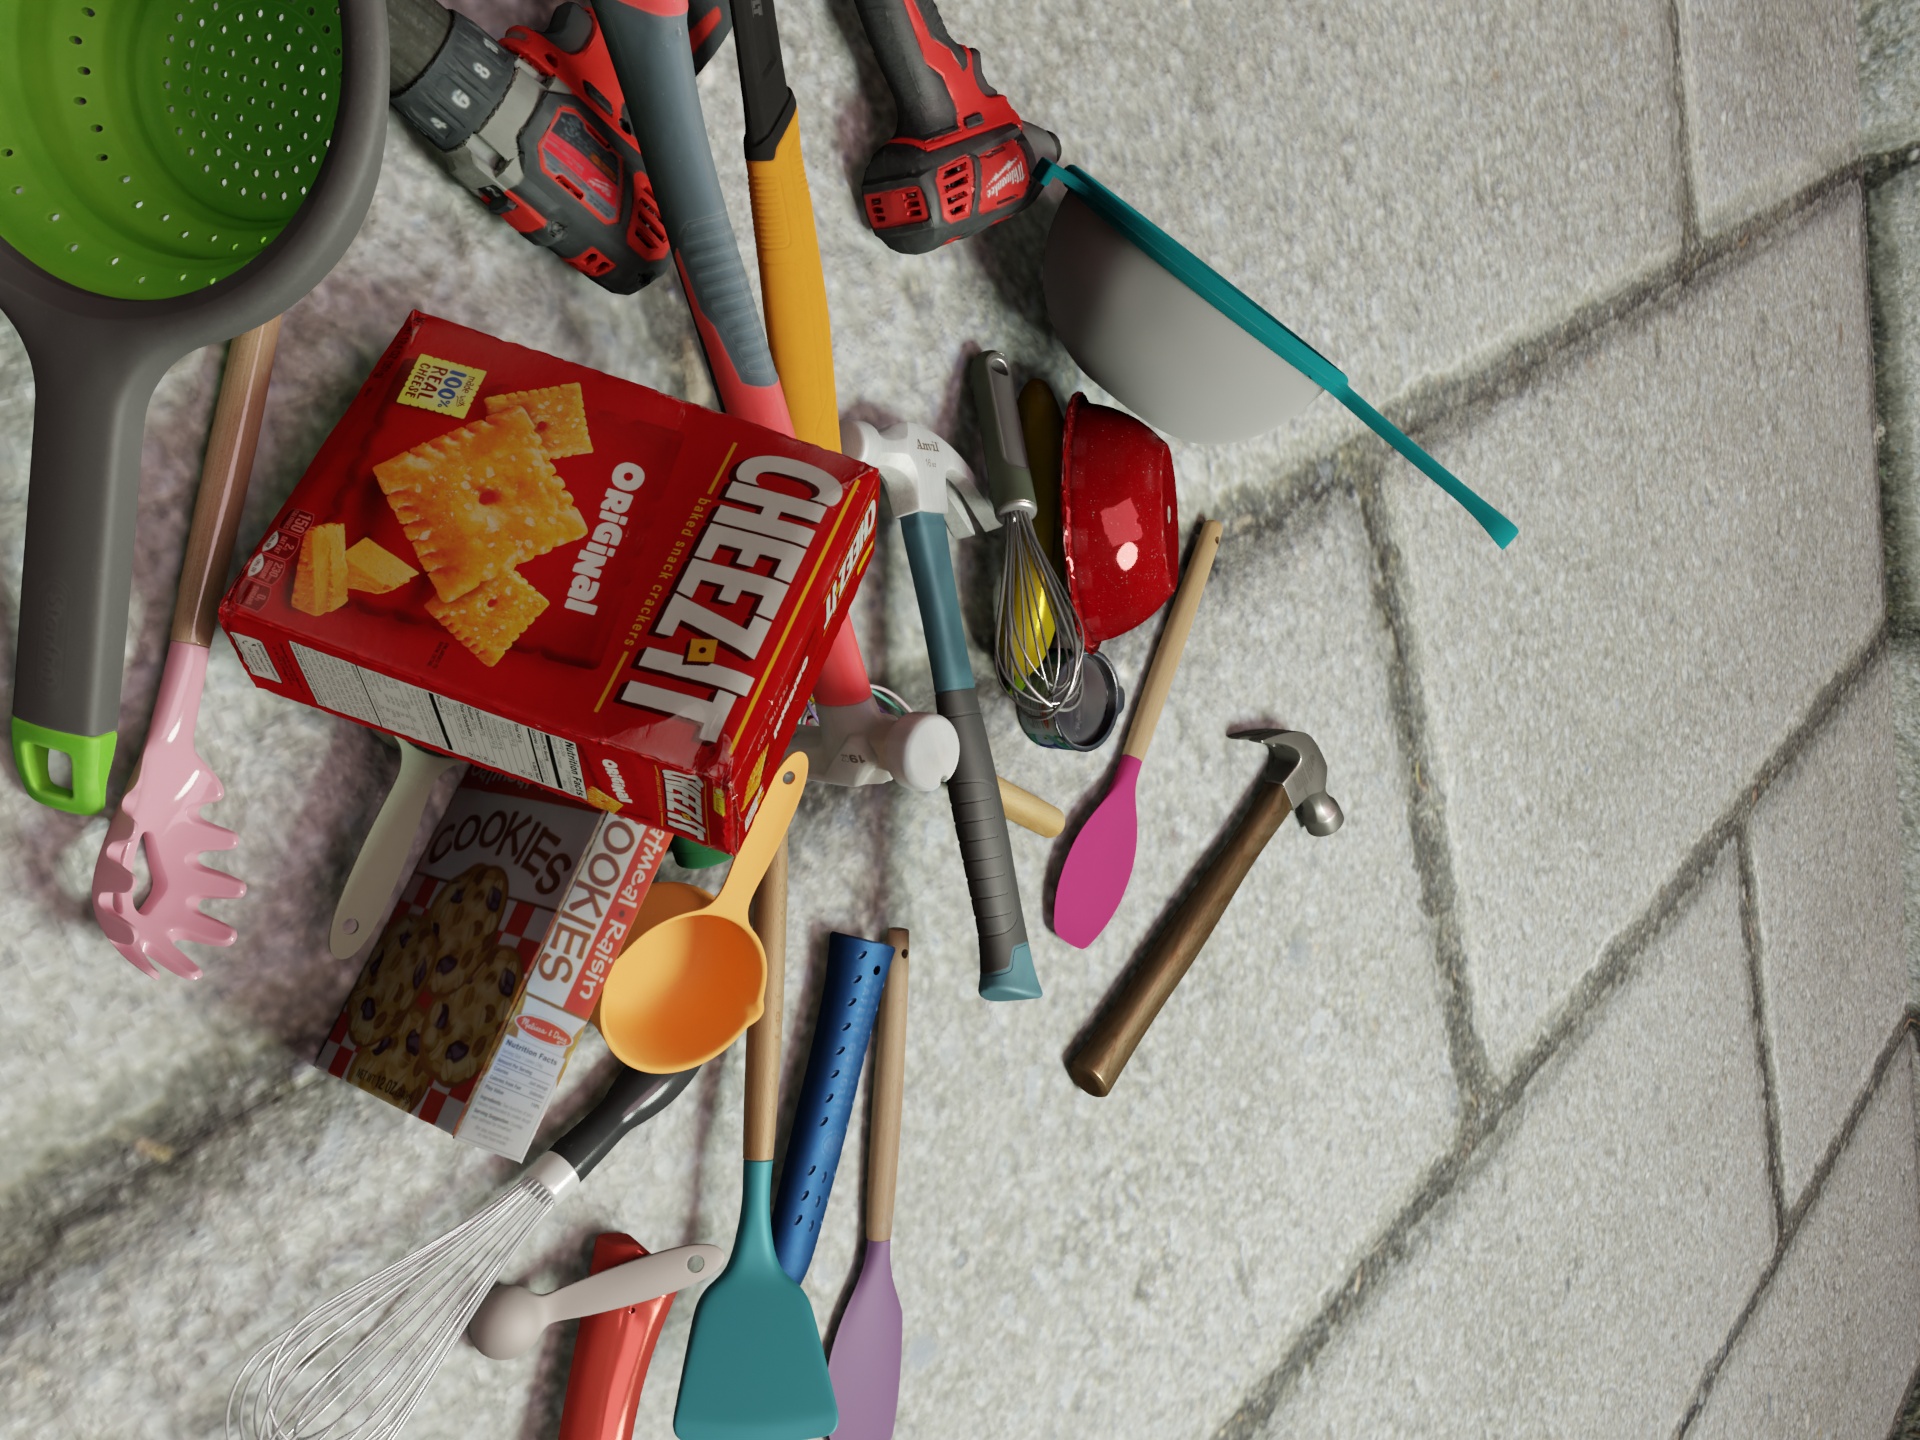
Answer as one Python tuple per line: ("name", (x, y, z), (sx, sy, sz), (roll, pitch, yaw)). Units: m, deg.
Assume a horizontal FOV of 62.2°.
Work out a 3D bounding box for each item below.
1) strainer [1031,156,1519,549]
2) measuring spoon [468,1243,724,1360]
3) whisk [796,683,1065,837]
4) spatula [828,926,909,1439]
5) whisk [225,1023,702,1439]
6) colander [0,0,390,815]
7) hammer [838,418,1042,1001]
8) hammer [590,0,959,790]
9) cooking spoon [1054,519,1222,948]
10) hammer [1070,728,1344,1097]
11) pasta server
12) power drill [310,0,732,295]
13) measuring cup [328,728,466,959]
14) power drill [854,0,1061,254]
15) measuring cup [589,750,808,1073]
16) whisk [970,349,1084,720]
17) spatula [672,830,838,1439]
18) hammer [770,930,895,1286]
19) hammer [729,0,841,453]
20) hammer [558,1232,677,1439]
("strainer", (0.169, -0.189, 0.944), (0.095, 0.340, 0.211), (-51, 170, 19))
("measuring spoon", (-0.174, 0.277, 0.767), (0.124, 0.018, 0.034), (-13, 83, -15))
("whisk", (-0.011, 0.029, 0.935), (0.244, 0.047, 0.051), (29, 72, -46))
("spatula", (-0.048, 0.279, 0.935), (0.059, 0.018, 0.316), (3, 92, -44))
("whisk", (-0.214, 0.237, 0.741), (0.285, 0.070, 0.070), (-43, 122, -39))
("colander", (-0.296, -0.161, 0.594), (0.094, 0.204, 0.397), (-48, 151, -74))
("hammer", (-0.001, -0.003, 0.894), (0.128, 0.033, 0.331), (-8, 87, -58))
("hammer", (-0.107, -0.146, 0.741), (0.038, 0.143, 0.386), (-35, 119, -39))
("cooking spoon", (0.125, 0.003, 1.088), (0.068, 0.017, 0.319), (36, 69, -42))
("hammer", (0.175, 0.130, 1.139), (0.331, 0.031, 0.130), (-49, 126, -30))
("pasta server", (-0.298, -0.056, 0.641), (0.060, 0.040, 0.316), (28, 69, -72))
("power drill", (-0.172, -0.334, 0.721), (0.187, 0.080, 0.227), (36, 72, -41))
("measuring cup", (-0.247, 0.022, 0.700), (0.083, 0.038, 0.168), (30, 74, -43))
("power drill", (-0.011, -0.383, 0.880), (0.143, 0.079, 0.219), (-35, 120, -38))
("measuring cup", (-0.127, 0.086, 0.787), (0.095, 0.052, 0.173), (25, 92, -39))
("whisk", (0.033, -0.112, 0.906), (0.057, 0.059, 0.247), (10, 58, -34))
("spatula", (-0.102, 0.204, 0.831), (0.082, 0.044, 0.317), (3, 80, -12))
("hammer", (-0.098, 0.320, 0.876), (0.144, 0.035, 0.405), (22, 77, -44))
("hammer", (-0.083, -0.261, 0.760), (0.127, 0.034, 0.336), (-36, 134, -42))
("hammer", (-0.199, 0.434, 0.766), (0.149, 0.037, 0.359), (11, 79, -19))
